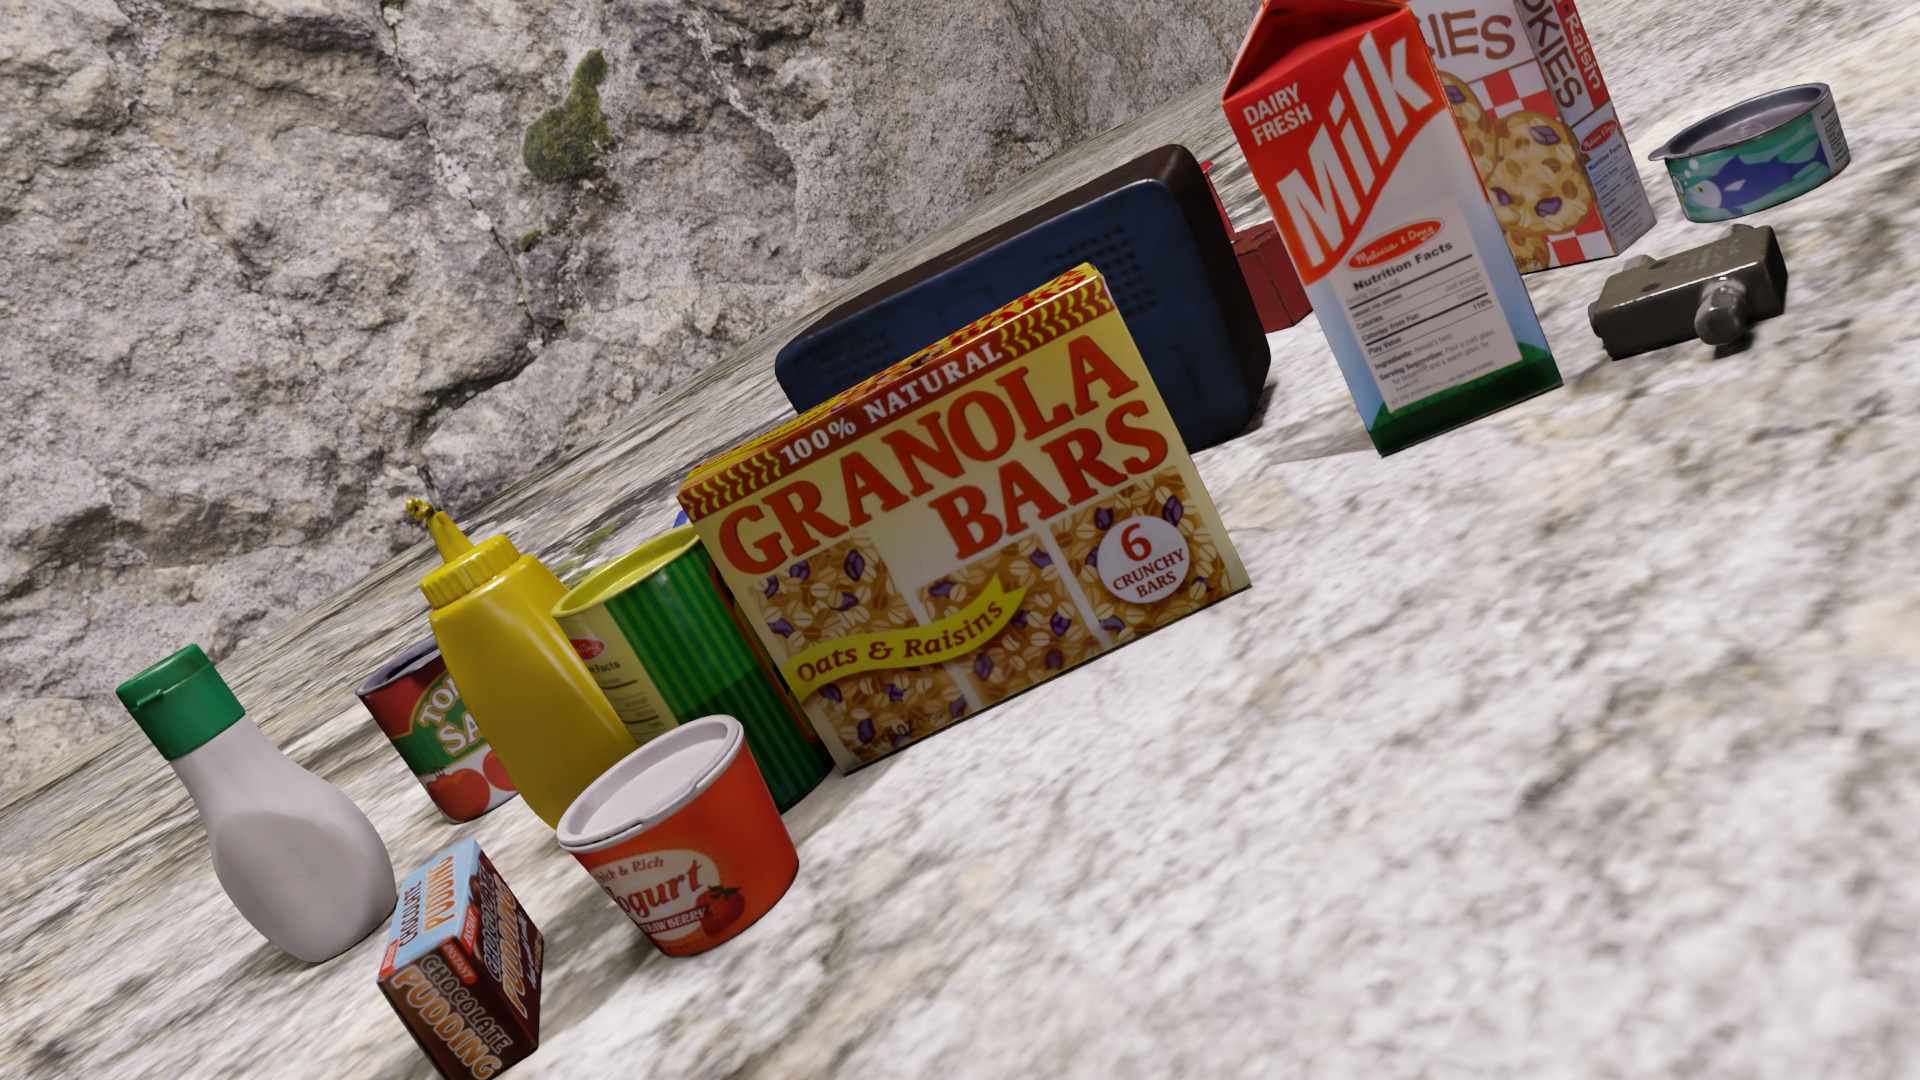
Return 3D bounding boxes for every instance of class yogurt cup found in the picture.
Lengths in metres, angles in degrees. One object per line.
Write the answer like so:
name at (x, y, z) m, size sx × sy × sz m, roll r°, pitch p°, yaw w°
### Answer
yogurt cup at (-0.090, 0.098, 0.459) m, size 0.072 × 0.054 × 0.072 m, roll -27°, pitch 15°, yaw 8°

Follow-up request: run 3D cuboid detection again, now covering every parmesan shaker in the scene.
parmesan shaker at (-0.100, 0.053, 0.530) m, size 0.071 × 0.103 × 0.071 m, roll -27°, pitch 15°, yaw 8°

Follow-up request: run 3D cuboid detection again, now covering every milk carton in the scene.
milk carton at (0.155, -0.138, 0.531) m, size 0.073 × 0.190 × 0.073 m, roll -23°, pitch 16°, yaw 20°

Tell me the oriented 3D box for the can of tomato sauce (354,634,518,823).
can of tomato sauce at (-0.256, 0.093, 0.713) m, size 0.071 × 0.083 × 0.071 m, roll -27°, pitch 15°, yaw 8°

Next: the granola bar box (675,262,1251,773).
granola bar box at (0.002, -0.006, 0.501) m, size 0.165 × 0.124 × 0.039 m, roll -26°, pitch 15°, yaw 9°

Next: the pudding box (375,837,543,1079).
pudding box at (-0.166, 0.140, 0.467) m, size 0.030 × 0.049 × 0.084 m, roll -31°, pitch 15°, yaw -9°

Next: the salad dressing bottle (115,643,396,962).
salad dressing bottle at (-0.310, 0.115, 0.612) m, size 0.064 × 0.147 × 0.044 m, roll -29°, pitch 15°, yaw 1°

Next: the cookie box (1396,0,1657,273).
cookie box at (0.233, -0.204, 0.651) m, size 0.040 × 0.167 × 0.123 m, roll -36°, pitch 17°, yaw -25°

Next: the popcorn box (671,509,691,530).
popcorn box at (-0.100, 0.026, 0.649) m, size 0.038 × 0.085 × 0.127 m, roll -29°, pitch 15°, yaw 1°

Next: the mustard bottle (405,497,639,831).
mustard bottle at (-0.177, 0.048, 0.572) m, size 0.065 × 0.160 × 0.049 m, roll -25°, pitch 15°, yaw 14°

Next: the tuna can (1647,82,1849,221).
tuna can at (0.337, -0.165, 0.595) m, size 0.071 × 0.032 × 0.071 m, roll -27°, pitch 15°, yaw 8°
